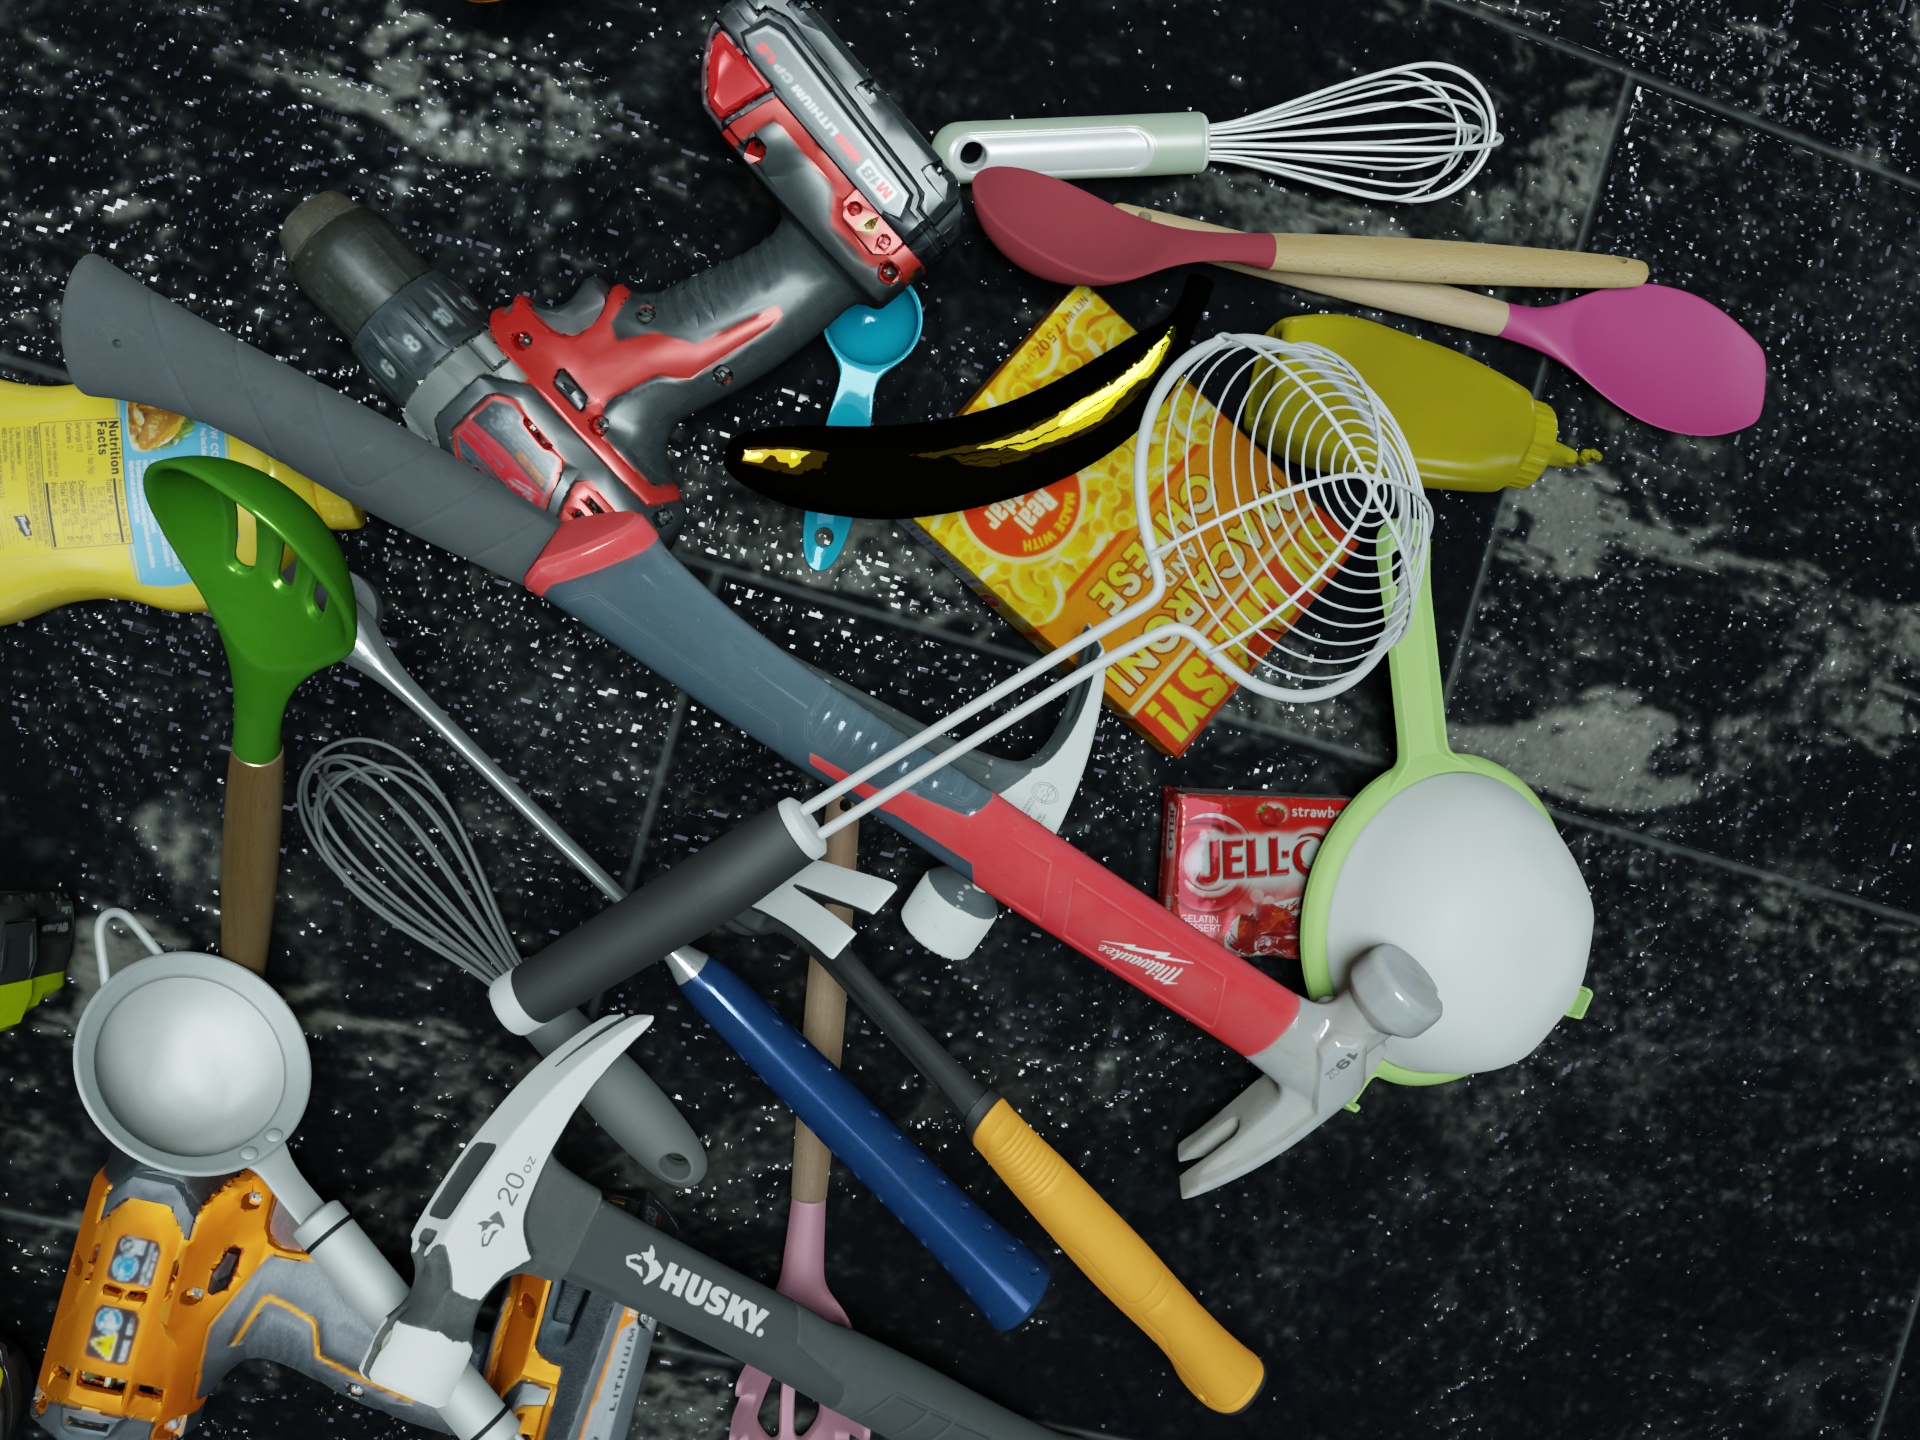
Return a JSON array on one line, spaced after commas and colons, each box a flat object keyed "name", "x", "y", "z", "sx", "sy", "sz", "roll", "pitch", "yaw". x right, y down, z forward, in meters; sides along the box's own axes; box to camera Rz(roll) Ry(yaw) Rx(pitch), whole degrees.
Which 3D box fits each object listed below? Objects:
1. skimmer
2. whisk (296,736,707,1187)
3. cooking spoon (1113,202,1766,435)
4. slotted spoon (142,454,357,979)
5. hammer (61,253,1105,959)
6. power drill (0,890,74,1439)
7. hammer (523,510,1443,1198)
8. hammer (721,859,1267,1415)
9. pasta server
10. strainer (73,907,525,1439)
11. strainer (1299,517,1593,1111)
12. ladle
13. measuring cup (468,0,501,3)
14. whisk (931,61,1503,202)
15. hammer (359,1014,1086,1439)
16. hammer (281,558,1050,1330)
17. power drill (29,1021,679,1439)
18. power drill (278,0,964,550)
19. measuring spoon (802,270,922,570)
[{"name": "skimmer", "x": -0.001, "y": -0.002, "z": 0.551, "sx": 0.363, "sy": 0.090, "sz": 0.127, "roll": -32, "pitch": 102, "yaw": 7}, {"name": "whisk", "x": -0.182, "y": 0.104, "z": 0.654, "sx": 0.055, "sy": 0.055, "sz": 0.239, "roll": -39, "pitch": 103, "yaw": -5}, {"name": "cooking spoon", "x": 0.218, "y": -0.185, "z": 0.710, "sx": 0.318, "sy": 0.017, "sz": 0.069, "roll": 11, "pitch": 80, "yaw": -10}, {"name": "slotted spoon", "x": -0.240, "y": 0.022, "z": 0.538, "sx": 0.070, "sy": 0.313, "sz": 0.031, "roll": 33, "pitch": 47, "yaw": 1}, {"name": "hammer", "x": -0.128, "y": -0.051, "z": 0.596, "sx": 0.408, "sy": 0.036, "sz": 0.149, "roll": 29, "pitch": 106, "yaw": -18}, {"name": "power drill", "x": -0.379, "y": 0.175, "z": 0.572, "sx": 0.080, "sy": 0.171, "sz": 0.223, "roll": 1, "pitch": 85, "yaw": -9}, {"name": "hammer", "x": -0.001, "y": 0.054, "z": 0.614, "sx": 0.386, "sy": 0.038, "sz": 0.143, "roll": 34, "pitch": 117, "yaw": -16}, {"name": "hammer", "x": 0.029, "y": 0.179, "z": 0.651, "sx": 0.034, "sy": 0.127, "sz": 0.336, "roll": -48, "pitch": 112, "yaw": -21}, {"name": "pasta server", "x": -0.061, "y": 0.180, "z": 0.681, "sx": 0.060, "sy": 0.040, "sz": 0.316, "roll": 5, "pitch": 92, "yaw": -16}, {"name": "strainer", "x": -0.240, "y": 0.180, "z": 0.580, "sx": 0.258, "sy": 0.087, "sz": 0.050, "roll": 49, "pitch": 120, "yaw": 3}, {"name": "strainer", "x": 0.218, "y": 0.041, "z": 0.678, "sx": 0.151, "sy": 0.069, "sz": 0.256, "roll": -14, "pitch": 102, "yaw": -23}, {"name": "ladle", "x": 0.154, "y": -0.199, "z": 0.673, "sx": 0.315, "sy": 0.031, "sz": 0.069, "roll": -1, "pitch": 51, "yaw": -15}, {"name": "measuring cup", "x": -0.115, "y": -0.315, "z": 0.631, "sx": 0.173, "sy": 0.052, "sz": 0.095, "roll": -26, "pitch": 98, "yaw": -5}, {"name": "whisk", "x": 0.110, "y": -0.245, "z": 0.675, "sx": 0.246, "sy": 0.059, "sz": 0.057, "roll": -4, "pitch": 120, "yaw": -5}, {"name": "hammer", "x": -0.060, "y": 0.245, "z": 0.634, "sx": 0.334, "sy": 0.035, "sz": 0.146, "roll": 39, "pitch": 59, "yaw": -30}, {"name": "hammer", "x": -0.111, "y": 0.090, "z": 0.612, "sx": 0.035, "sy": 0.144, "sz": 0.405, "roll": -45, "pitch": 100, "yaw": -9}, {"name": "power drill", "x": -0.233, "y": 0.218, "z": 0.635, "sx": 0.226, "sy": 0.084, "sz": 0.164, "roll": 15, "pitch": 90, "yaw": -7}, {"name": "power drill", "x": -0.130, "y": -0.179, "z": 0.614, "sx": 0.226, "sy": 0.080, "sz": 0.188, "roll": -41, "pitch": 99, "yaw": 8}, {"name": "measuring spoon", "x": -0.047, "y": -0.127, "z": 0.675, "sx": 0.042, "sy": 0.021, "sz": 0.128, "roll": 13, "pitch": 101, "yaw": -4}]
